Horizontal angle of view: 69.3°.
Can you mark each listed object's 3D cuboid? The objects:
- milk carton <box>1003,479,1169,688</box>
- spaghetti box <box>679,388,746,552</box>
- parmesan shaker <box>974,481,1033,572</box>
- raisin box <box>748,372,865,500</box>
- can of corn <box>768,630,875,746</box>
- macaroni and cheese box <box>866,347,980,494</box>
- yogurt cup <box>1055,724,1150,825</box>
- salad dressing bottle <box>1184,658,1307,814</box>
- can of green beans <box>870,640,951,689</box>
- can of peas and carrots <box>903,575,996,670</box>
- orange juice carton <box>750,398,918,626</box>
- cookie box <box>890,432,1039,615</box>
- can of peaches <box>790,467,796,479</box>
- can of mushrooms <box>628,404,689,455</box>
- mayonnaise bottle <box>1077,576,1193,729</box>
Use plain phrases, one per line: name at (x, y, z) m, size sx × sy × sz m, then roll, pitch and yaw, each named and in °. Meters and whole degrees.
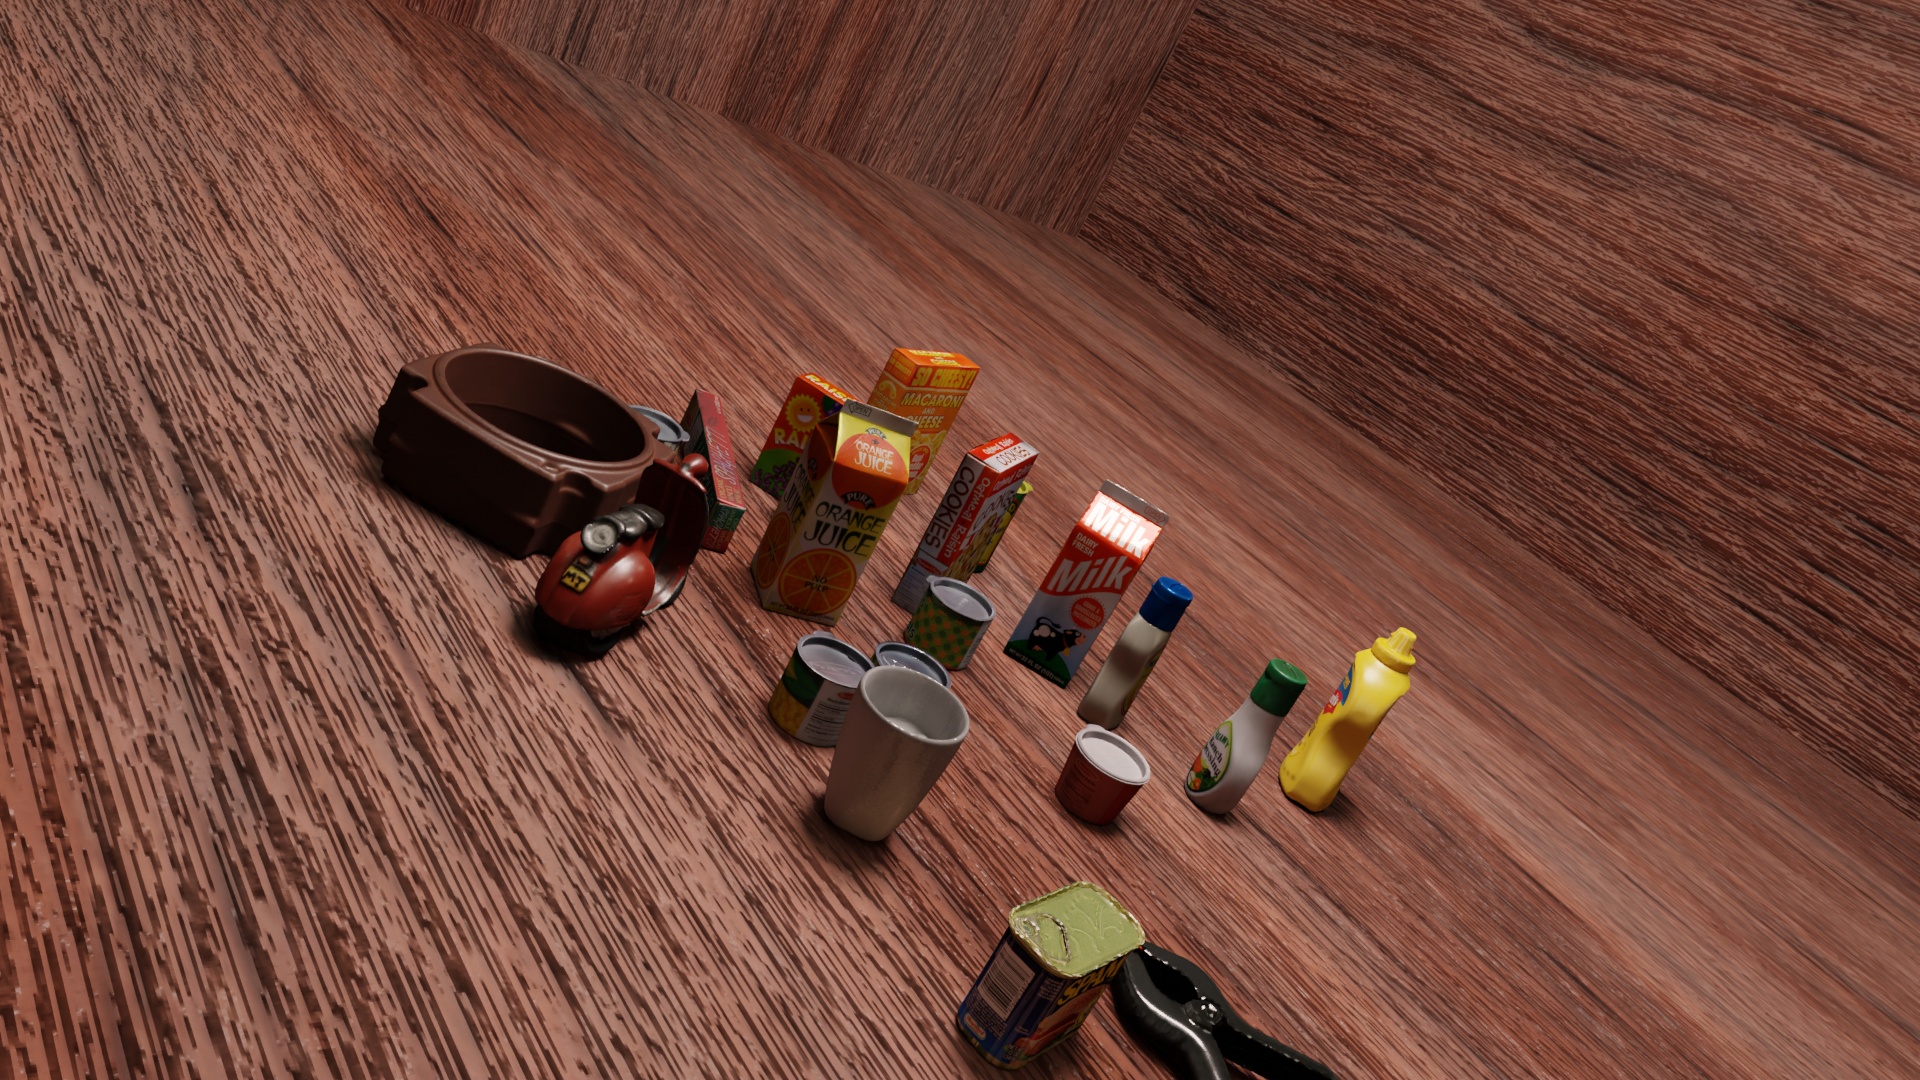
milk carton at (0.122, 0.038, 1.316) m, size 0.072 × 0.189 × 0.074 m, roll 31°, pitch 20°, yaw 7°
spaghetti box at (-0.239, -0.071, 1.320) m, size 0.029 × 0.050 × 0.251 m, roll 18°, pitch 23°, yaw -25°
parmesan shaker at (0.022, -0.024, 1.460) m, size 0.071 × 0.102 × 0.071 m, roll 24°, pitch 21°, yaw -10°
raisin box at (-0.146, -0.093, 1.385) m, size 0.086 × 0.123 × 0.040 m, roll 32°, pitch 21°, yaw 11°
can of corn at (-0.105, 0.112, 1.049) m, size 0.071 × 0.058 × 0.071 m, roll 24°, pitch 21°, yaw -10°
macaroni and cheese box at (-0.060, -0.127, 1.509) m, size 0.040 × 0.165 × 0.124 m, roll 38°, pitch 23°, yaw 25°
yogurt cup at (0.113, 0.194, 1.133) m, size 0.072 × 0.053 × 0.073 m, roll 24°, pitch 21°, yaw -10°
salad dressing bottle at (0.253, 0.172, 1.225) m, size 0.044 × 0.147 × 0.064 m, roll 22°, pitch 21°, yaw -16°
can of green beans at (-0.049, 0.122, 1.096) m, size 0.071 × 0.057 × 0.071 m, roll 24°, pitch 21°, yaw -10°
can of peas and carrots at (-0.012, 0.074, 1.252) m, size 0.071 × 0.058 × 0.071 m, roll 24°, pitch 21°, yaw -10°
orange juice carton at (-0.106, -0.029, 1.188) m, size 0.072 × 0.192 × 0.073 m, roll 17°, pitch 23°, yaw -27°
cookie box at (0.005, -0.017, 1.331) m, size 0.040 × 0.166 × 0.123 m, roll 32°, pitch 21°, yaw 11°
can of peaches at (-0.138, -0.031, 1.340) m, size 0.071 × 0.058 × 0.071 m, roll 24°, pitch 21°, yaw -10°
can of mushrooms at (-0.299, -0.099, 1.333) m, size 0.071 × 0.033 × 0.071 m, roll 24°, pitch 21°, yaw -10°
mayonnaise bottle at (0.162, 0.103, 1.274) m, size 0.041 × 0.147 × 0.065 m, roll 35°, pitch 21°, yaw 18°
